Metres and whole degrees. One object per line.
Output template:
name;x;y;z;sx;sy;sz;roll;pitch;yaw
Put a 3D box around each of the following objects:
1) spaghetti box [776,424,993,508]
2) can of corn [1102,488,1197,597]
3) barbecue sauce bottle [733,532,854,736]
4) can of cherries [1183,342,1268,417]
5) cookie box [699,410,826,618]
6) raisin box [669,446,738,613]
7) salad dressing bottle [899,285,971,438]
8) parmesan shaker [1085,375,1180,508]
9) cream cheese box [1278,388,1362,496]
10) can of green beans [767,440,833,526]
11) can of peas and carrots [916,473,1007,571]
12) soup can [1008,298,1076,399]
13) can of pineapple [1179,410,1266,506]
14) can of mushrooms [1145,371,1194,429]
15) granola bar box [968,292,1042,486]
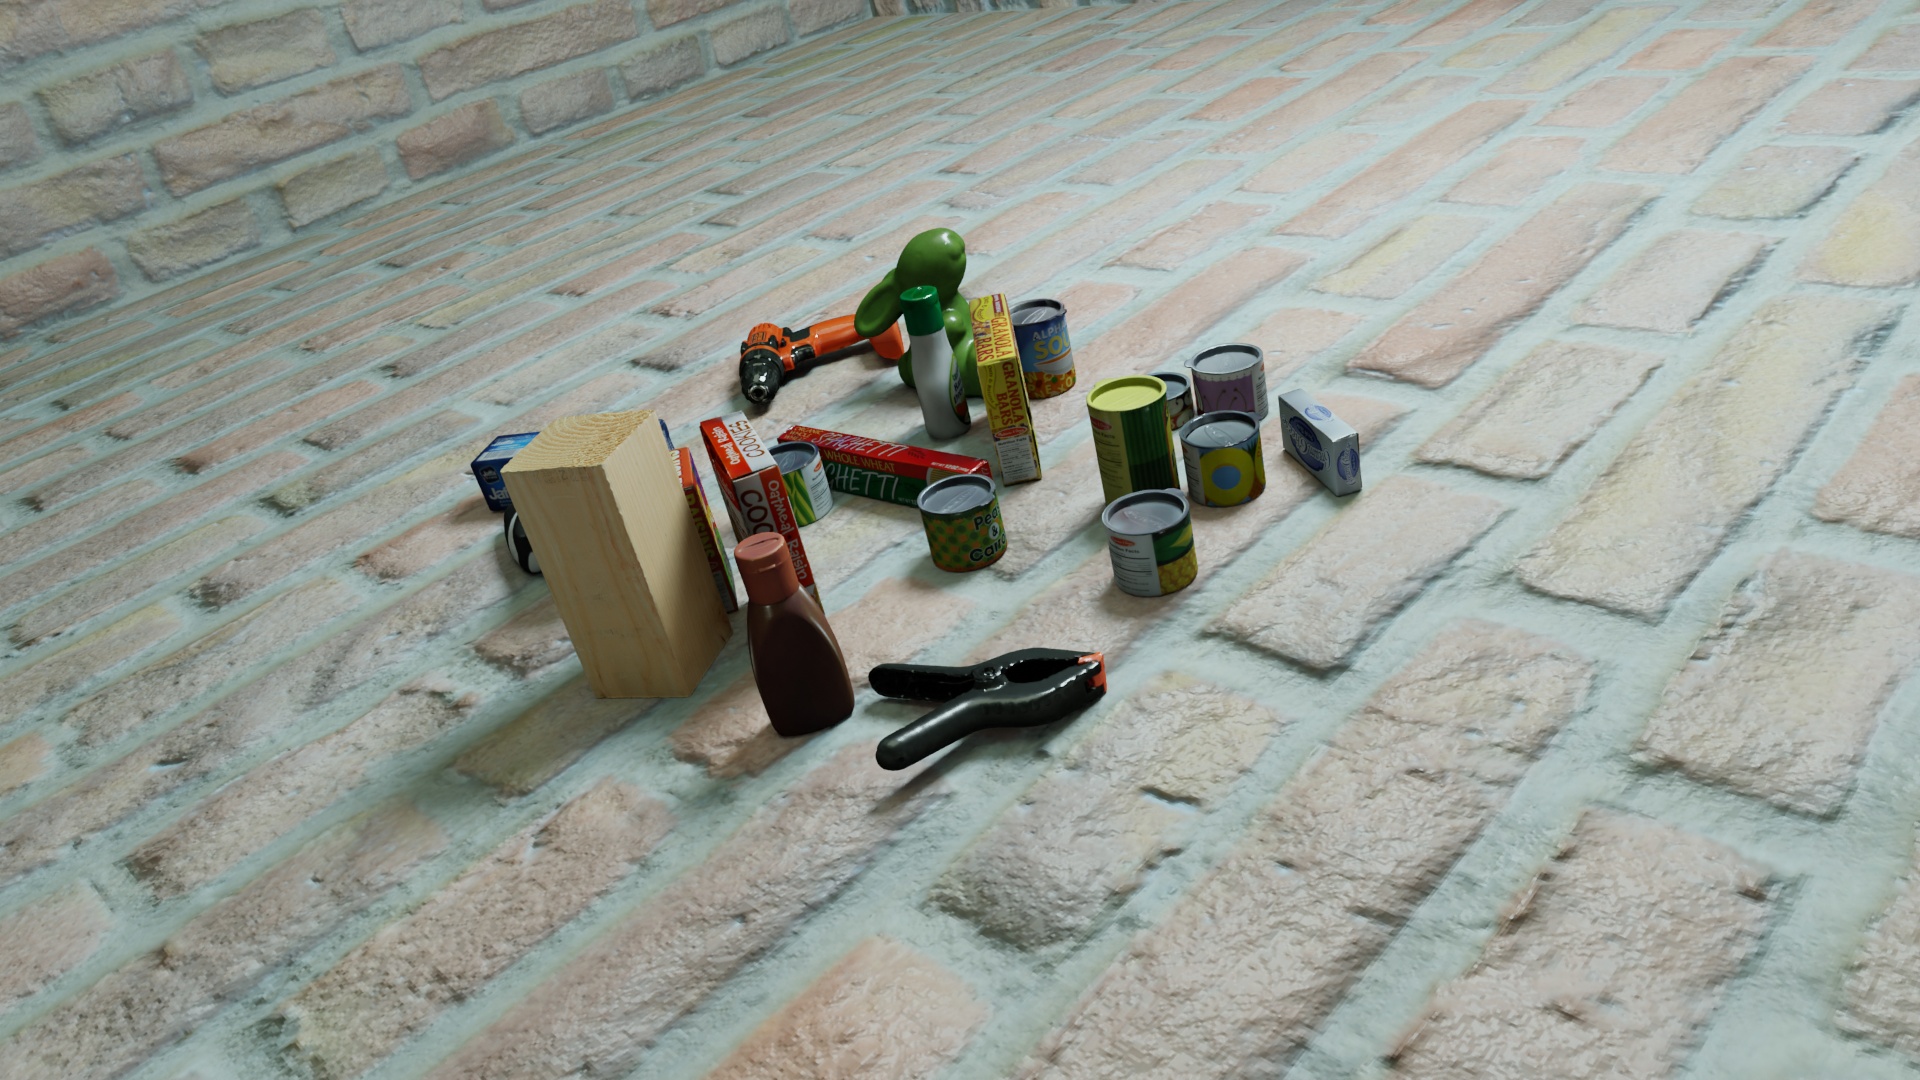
spaghetti box;-0.073;-0.065;1.284;0.250;0.050;0.029;13;39;39
can of corn;0.148;0.001;1.069;0.071;0.058;0.071;-10;29;6
barbecue sauce bottle;-0.121;0.066;0.978;0.065;0.147;0.044;-19;29;-8
can of cherries;0.245;-0.142;1.275;0.071;0.058;0.072;-10;29;6
cookie box;-0.154;-0.005;1.094;0.040;0.166;0.123;-21;30;-13
raisin box;-0.227;-0.006;1.172;0.040;0.122;0.086;-17;29;-5
salad dressing bottle;-0.026;-0.173;1.352;0.044;0.147;0.064;-5;30;15
parmesan shaker;0.145;-0.079;1.163;0.071;0.102;0.071;-10;29;6
cream cheese box;0.299;-0.083;1.155;0.024;0.053;0.104;-17;29;-6
can of green beans;-0.157;-0.052;1.288;0.071;0.057;0.071;-10;29;6
can of peas and carrots;0.004;-0.014;1.155;0.071;0.058;0.071;-10;29;6
soup can;0.082;-0.194;1.409;0.071;0.083;0.072;-10;29;6
can of pineapple;0.221;-0.069;1.159;0.071;0.057;0.071;-10;29;6
can of mushrooms;0.184;-0.129;1.303;0.071;0.033;0.071;-10;29;6
granola bar box;0.041;-0.144;1.297;0.039;0.123;0.166;-12;29;4
